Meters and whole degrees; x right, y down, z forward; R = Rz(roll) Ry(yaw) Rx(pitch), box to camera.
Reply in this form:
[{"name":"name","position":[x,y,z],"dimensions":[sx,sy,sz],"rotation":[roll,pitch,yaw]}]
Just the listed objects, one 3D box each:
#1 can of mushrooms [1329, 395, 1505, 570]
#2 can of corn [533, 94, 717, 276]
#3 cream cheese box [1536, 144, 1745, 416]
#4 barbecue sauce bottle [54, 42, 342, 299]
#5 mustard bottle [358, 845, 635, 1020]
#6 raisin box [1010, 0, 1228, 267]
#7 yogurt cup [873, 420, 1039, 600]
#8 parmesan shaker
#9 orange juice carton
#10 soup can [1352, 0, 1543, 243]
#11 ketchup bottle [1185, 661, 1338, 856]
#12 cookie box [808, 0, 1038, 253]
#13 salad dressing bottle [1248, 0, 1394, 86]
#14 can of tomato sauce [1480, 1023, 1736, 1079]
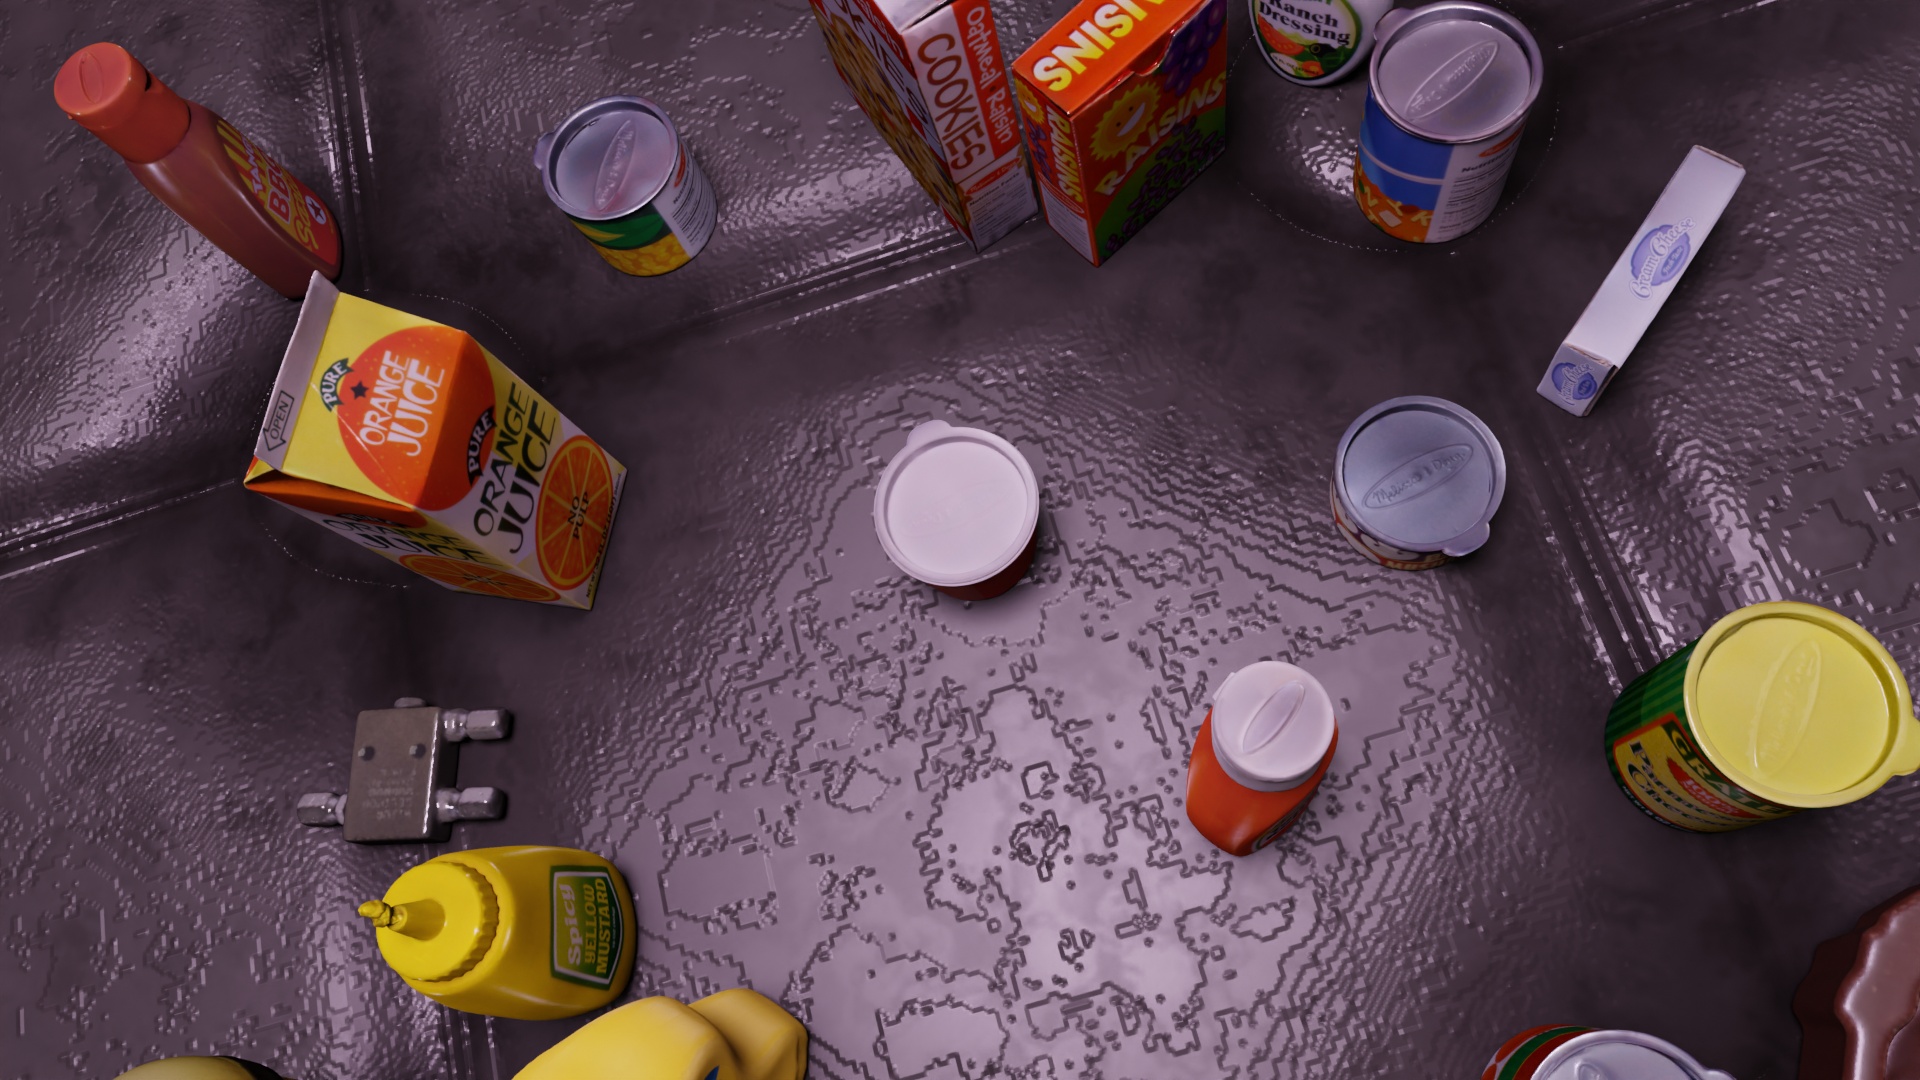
[{"name":"can of mushrooms","position":[0.187,-0.021,0.568],"dimensions":[0.071,0.033,0.071],"rotation":[-3,72,9]},{"name":"can of corn","position":[-0.159,-0.168,0.664],"dimensions":[0.071,0.058,0.071],"rotation":[-3,72,9]},{"name":"cream cheese box","position":[0.277,-0.104,0.568],"dimensions":[0.024,0.053,0.104],"rotation":[33,81,18]},{"name":"barbecue sauce bottle","position":[-0.353,-0.173,0.652],"dimensions":[0.044,0.148,0.065],"rotation":[-25,70,2]},{"name":"mustard bottle","position":[-0.170,0.143,0.511],"dimensions":[0.049,0.160,0.065],"rotation":[-10,71,7]},{"name":"raisin box","position":[0.071,-0.183,0.593],"dimensions":[0.086,0.123,0.040],"rotation":[-42,70,-4]},{"name":"yogurt cup","position":[0.002,-0.007,0.585],"dimensions":[0.072,0.054,0.072],"rotation":[-3,72,9]},{"name":"parmesan shaker","position":[0.275,0.067,0.486],"dimensions":[0.071,0.103,0.071],"rotation":[-3,72,9]},{"name":"orange juice carton","position":[-0.212,-0.033,0.558],"dimensions":[0.073,0.192,0.072],"rotation":[7,74,12]},{"name":"soup can","position":[0.201,-0.176,0.589],"dimensions":[0.071,0.083,0.071],"rotation":[-3,72,9]},{"name":"ketchup bottle","position":[0.106,0.075,0.490],"dimensions":[0.043,0.148,0.065],"rotation":[38,83,19]},{"name":"cookie box","position":[-0.024,-0.216,0.597],"dimensions":[0.040,0.167,0.123],"rotation":[-35,70,-2]},{"name":"salad dressing bottle","position":[0.155,-0.254,0.588],"dimensions":[0.064,0.147,0.044],"rotation":[29,80,17]},{"name":"can of tomato sauce","position":[0.215,0.196,0.466],"dimensions":[0.071,0.083,0.071],"rotation":[-3,72,9]}]
